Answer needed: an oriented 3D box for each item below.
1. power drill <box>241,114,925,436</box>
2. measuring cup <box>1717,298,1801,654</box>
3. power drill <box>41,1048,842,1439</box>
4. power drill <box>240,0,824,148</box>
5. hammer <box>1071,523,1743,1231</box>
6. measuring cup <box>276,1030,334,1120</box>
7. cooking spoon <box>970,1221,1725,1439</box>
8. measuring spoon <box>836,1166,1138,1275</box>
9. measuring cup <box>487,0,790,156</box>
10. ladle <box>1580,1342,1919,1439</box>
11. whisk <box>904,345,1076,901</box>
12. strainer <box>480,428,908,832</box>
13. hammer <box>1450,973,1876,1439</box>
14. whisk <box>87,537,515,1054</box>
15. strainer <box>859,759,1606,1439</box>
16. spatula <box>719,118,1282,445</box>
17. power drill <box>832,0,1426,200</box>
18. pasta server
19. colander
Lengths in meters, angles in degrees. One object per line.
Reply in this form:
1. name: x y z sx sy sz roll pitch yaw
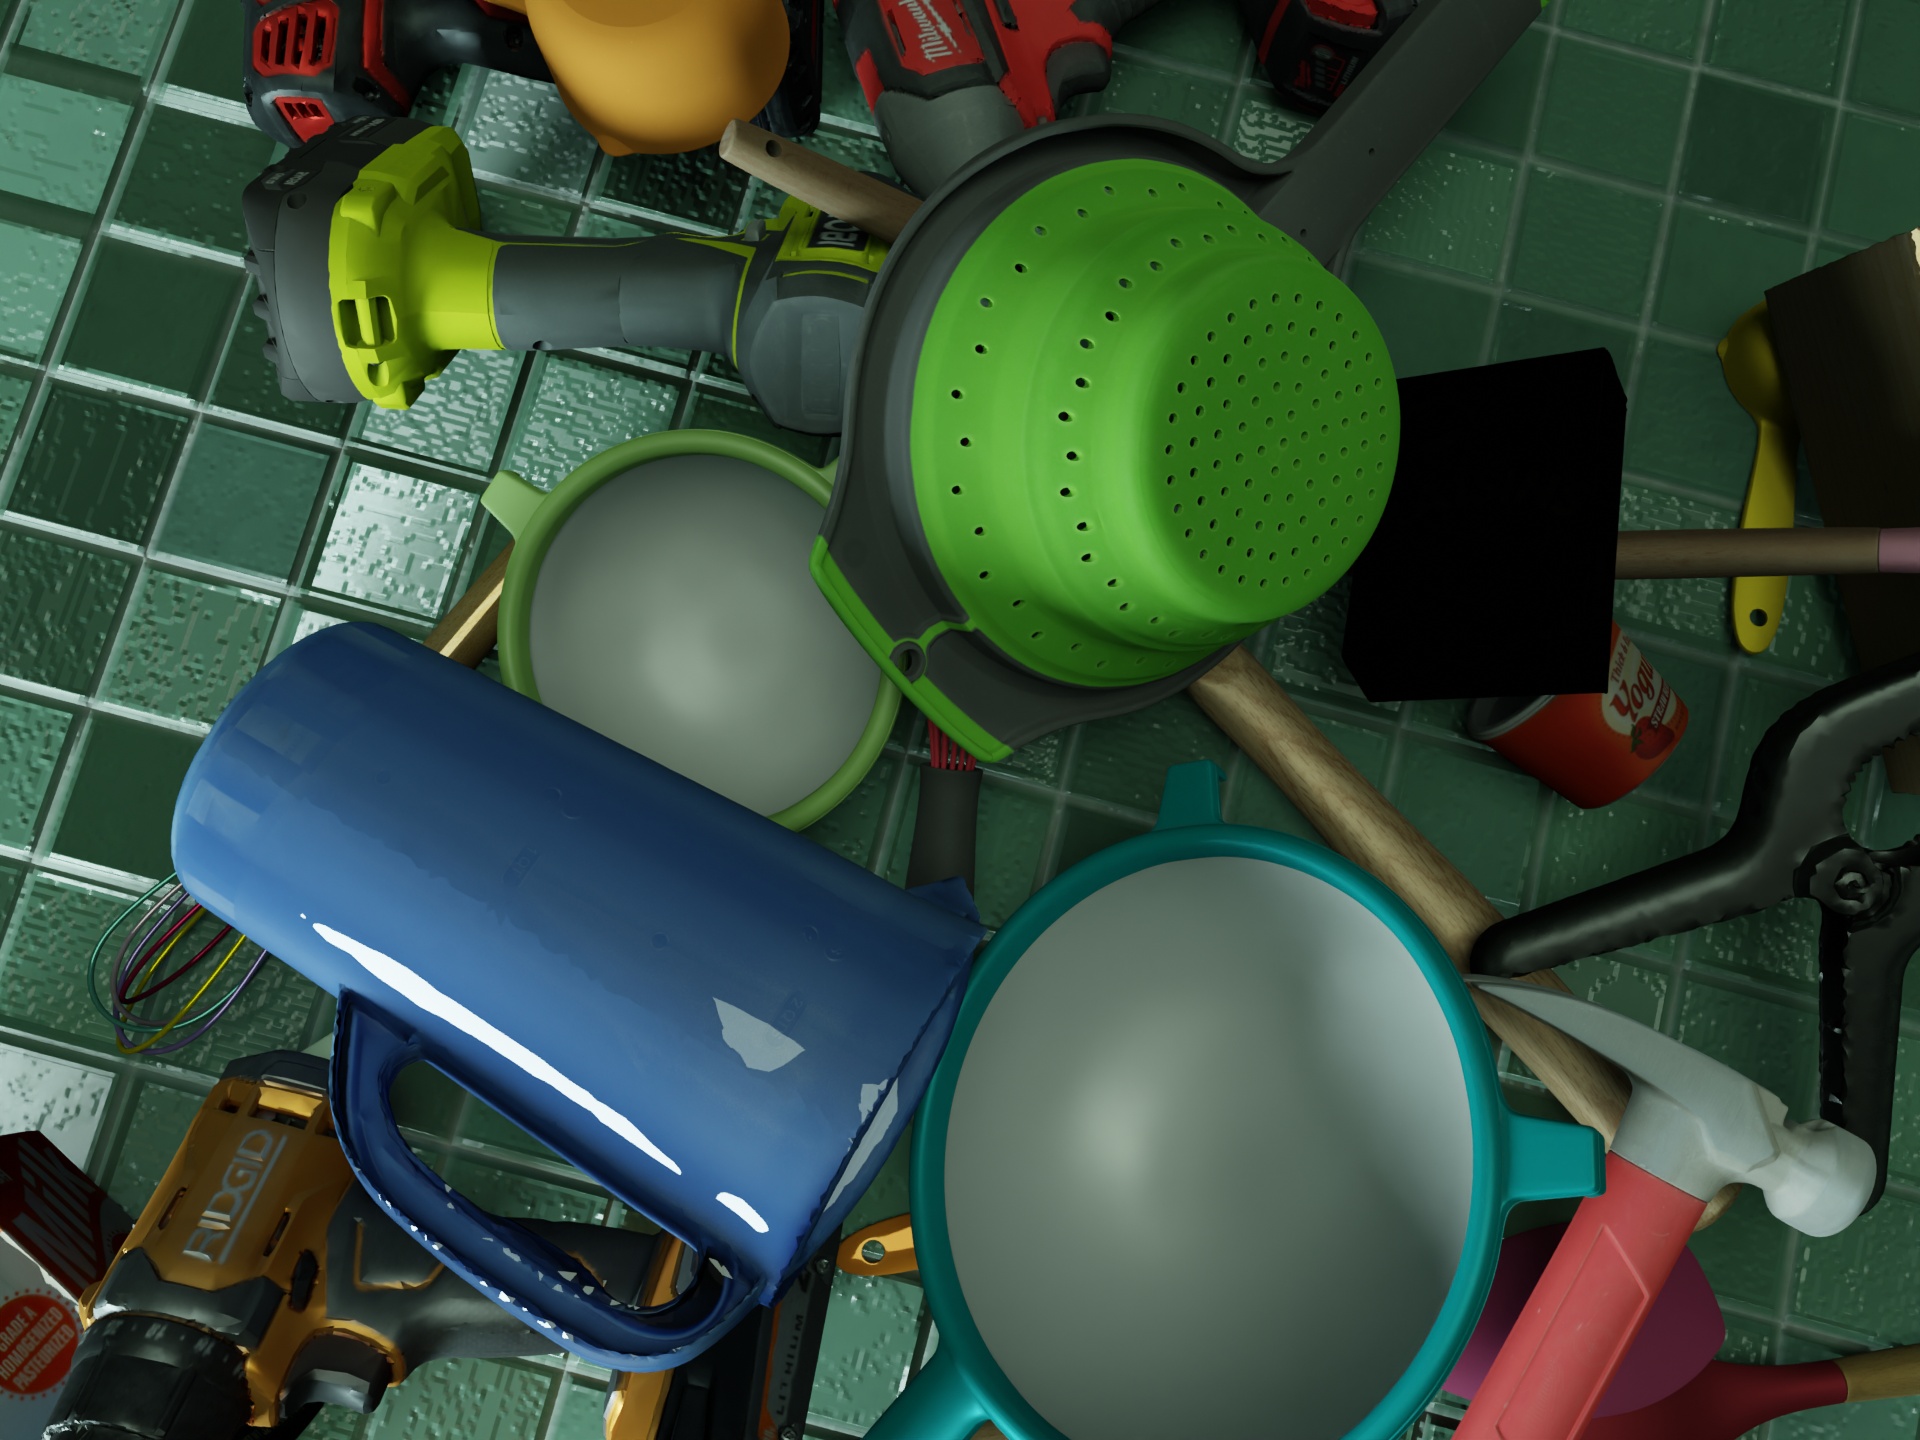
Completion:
1. power drill: -0.123 -0.167 0.585 0.223 0.171 0.080 4 124 1
2. measuring cup: 0.334 -0.103 0.639 0.062 0.029 0.156 14 78 0
3. power drill: -0.164 0.211 0.505 0.226 0.084 0.185 15 39 -4
4. power drill: -0.171 -0.321 0.636 0.226 0.080 0.188 0 81 1
5. hammer: 0.173 0.057 0.609 0.130 0.031 0.331 -42 85 -7
6. measuring cup: -0.200 0.103 0.585 0.167 0.038 0.083 -34 84 -9
7. cooking spoon: 0.118 0.239 0.578 0.319 0.017 0.069 -12 53 0
8. measuring spoon: 0.010 0.188 0.593 0.117 0.011 0.021 -12 82 -4
9. measuring cup: -0.145 -0.267 0.560 0.173 0.052 0.095 25 79 8
10. ladle: 0.349 0.243 0.590 0.315 0.031 0.069 -6 78 -5
11. whisk: -0.001 -0.002 0.583 0.073 0.073 0.296 6 94 -1
12. strainer: -0.083 0.021 0.596 0.151 0.069 0.256 -4 99 10
13. hammer: 0.153 0.279 0.542 0.143 0.038 0.386 28 90 5
14. whisk: -0.234 0.021 0.599 0.051 0.047 0.245 39 77 -8
15. strainer: 0.052 0.196 0.541 0.340 0.095 0.211 -51 47 11
16. spatula: 0.059 -0.144 0.572 0.315 0.018 0.060 16 78 -30
17. power drill: 0.067 -0.276 0.631 0.219 0.078 0.143 -18 82 -5
18. pasta server: 0.289 -0.053 0.553 0.316 0.040 0.060 3 48 34
19. colander: 0.123 -0.153 0.532 0.397 0.095 0.204 -50 122 -13
